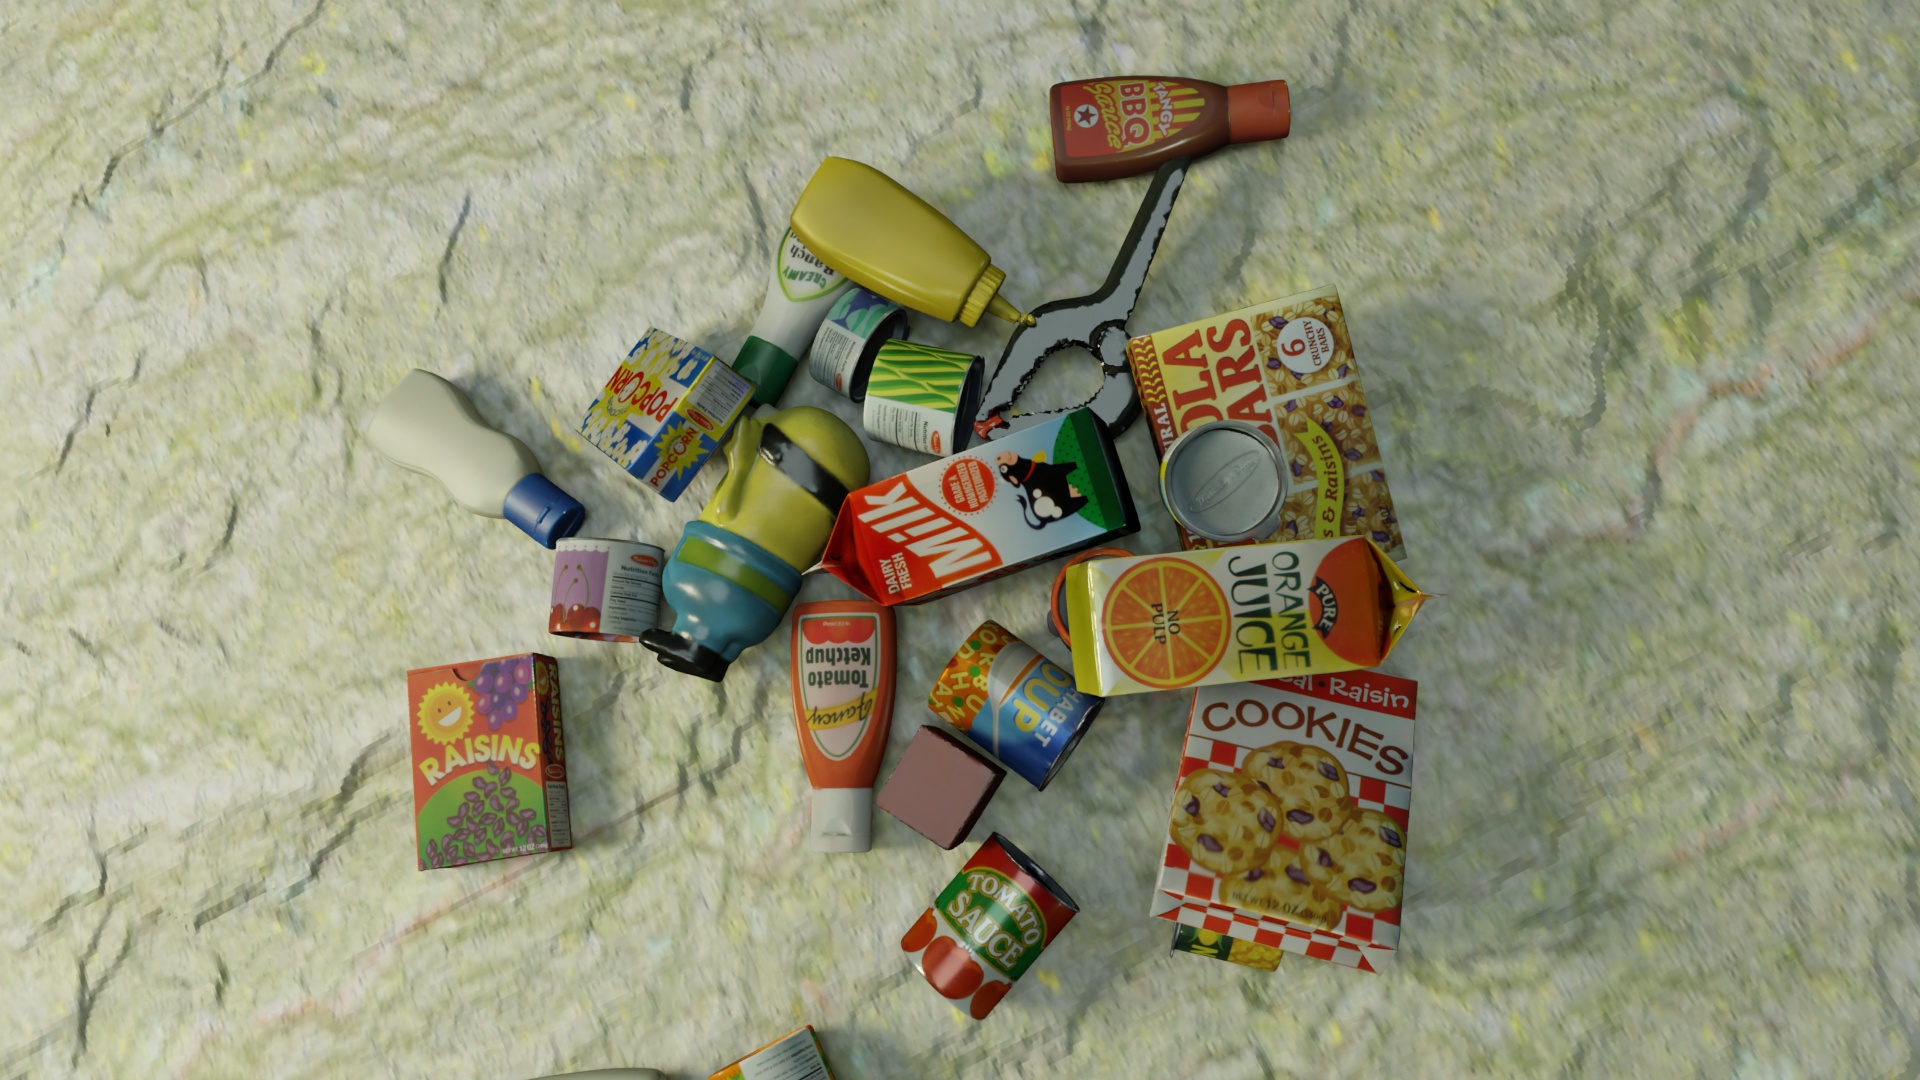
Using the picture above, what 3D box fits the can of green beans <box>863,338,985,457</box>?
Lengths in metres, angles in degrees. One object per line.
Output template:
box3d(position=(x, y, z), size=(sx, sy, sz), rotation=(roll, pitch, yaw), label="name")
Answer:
box3d(position=(-0.022, -0.088, 0.858), size=(0.058, 0.071, 0.071), rotation=(13, 82, 10), label="can of green beans")

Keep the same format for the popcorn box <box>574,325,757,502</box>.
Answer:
box3d(position=(-0.183, -0.080, 0.852), size=(0.038, 0.127, 0.085), rotation=(38, 85, -33), label="popcorn box")

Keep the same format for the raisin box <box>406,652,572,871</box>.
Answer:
box3d(position=(-0.293, 0.137, 0.863), size=(0.086, 0.040, 0.123), rotation=(-9, 78, 6), label="raisin box")

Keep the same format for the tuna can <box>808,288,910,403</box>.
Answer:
box3d(position=(-0.063, -0.124, 0.872), size=(0.033, 0.071, 0.071), rotation=(30, 85, 12), label="tuna can")

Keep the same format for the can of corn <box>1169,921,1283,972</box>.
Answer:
box3d(position=(0.153, 0.206, 0.780), size=(0.058, 0.071, 0.071), rotation=(11, 81, 9), label="can of corn")

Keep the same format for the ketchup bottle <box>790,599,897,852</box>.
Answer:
box3d(position=(-0.071, 0.112, 0.838), size=(0.065, 0.043, 0.149), rotation=(-1, 80, 6), label="ketchup bottle")

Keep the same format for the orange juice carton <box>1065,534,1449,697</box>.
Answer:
box3d(position=(0.160, 0.039, 0.758), size=(0.193, 0.071, 0.073), rotation=(-5, 86, -6), label="orange juice carton")

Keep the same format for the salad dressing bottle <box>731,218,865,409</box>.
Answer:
box3d(position=(-0.102, -0.154, 0.892), size=(0.064, 0.044, 0.148), rotation=(27, 84, 8), label="salad dressing bottle")

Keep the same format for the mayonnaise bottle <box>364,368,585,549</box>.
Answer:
box3d(position=(-0.311, -0.049, 0.900), size=(0.148, 0.041, 0.065), rotation=(35, 87, 11), label="mayonnaise bottle")

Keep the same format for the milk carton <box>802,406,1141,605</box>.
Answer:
box3d(position=(0.003, -0.010, 0.824), size=(0.190, 0.072, 0.073), rotation=(-19, 83, 13), label="milk carton")

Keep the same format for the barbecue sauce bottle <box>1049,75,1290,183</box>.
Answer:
box3d(position=(0.132, -0.266, 0.884), size=(0.148, 0.043, 0.065), rotation=(-5, 78, 6), label="barbecue sauce bottle")

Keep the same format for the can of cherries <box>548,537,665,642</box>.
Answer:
box3d(position=(-0.221, 0.032, 0.862), size=(0.071, 0.071, 0.058), rotation=(1, 81, 7), label="can of cherries")

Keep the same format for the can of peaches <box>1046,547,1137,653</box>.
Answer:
box3d(position=(0.085, 0.041, 0.824), size=(0.071, 0.058, 0.071), rotation=(-1, 80, 6), label="can of peaches")

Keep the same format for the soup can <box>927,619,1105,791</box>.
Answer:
box3d(position=(0.033, 0.094, 0.814), size=(0.084, 0.071, 0.071), rotation=(35, 86, 12), label="soup can")

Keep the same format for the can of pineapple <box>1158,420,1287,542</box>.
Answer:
box3d(position=(0.145, -0.032, 0.775), size=(0.071, 0.058, 0.071), rotation=(0, 93, 4), label="can of pineapple")

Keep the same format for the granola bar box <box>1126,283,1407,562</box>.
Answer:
box3d(position=(0.179, -0.054, 0.822), size=(0.124, 0.039, 0.165), rotation=(-15, 92, 4), label="granola bar box")

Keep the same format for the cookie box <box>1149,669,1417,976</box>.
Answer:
box3d(position=(0.181, 0.140, 0.765), size=(0.123, 0.040, 0.168), rotation=(12, 52, 9), label="cookie box")

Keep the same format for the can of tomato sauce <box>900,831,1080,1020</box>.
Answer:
box3d(position=(0.016, 0.220, 0.792), size=(0.071, 0.071, 0.083), rotation=(41, 87, 12), label="can of tomato sauce")

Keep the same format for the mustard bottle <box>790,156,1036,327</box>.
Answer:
box3d(position=(-0.024, -0.171, 0.850), size=(0.160, 0.049, 0.065), rotation=(32, 87, -1), label="mustard bottle")

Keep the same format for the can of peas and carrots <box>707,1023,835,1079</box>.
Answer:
box3d(position=(-0.104, 0.319, 0.792), size=(0.071, 0.071, 0.059), rotation=(-27, 77, 2), label="can of peas and carrots")
